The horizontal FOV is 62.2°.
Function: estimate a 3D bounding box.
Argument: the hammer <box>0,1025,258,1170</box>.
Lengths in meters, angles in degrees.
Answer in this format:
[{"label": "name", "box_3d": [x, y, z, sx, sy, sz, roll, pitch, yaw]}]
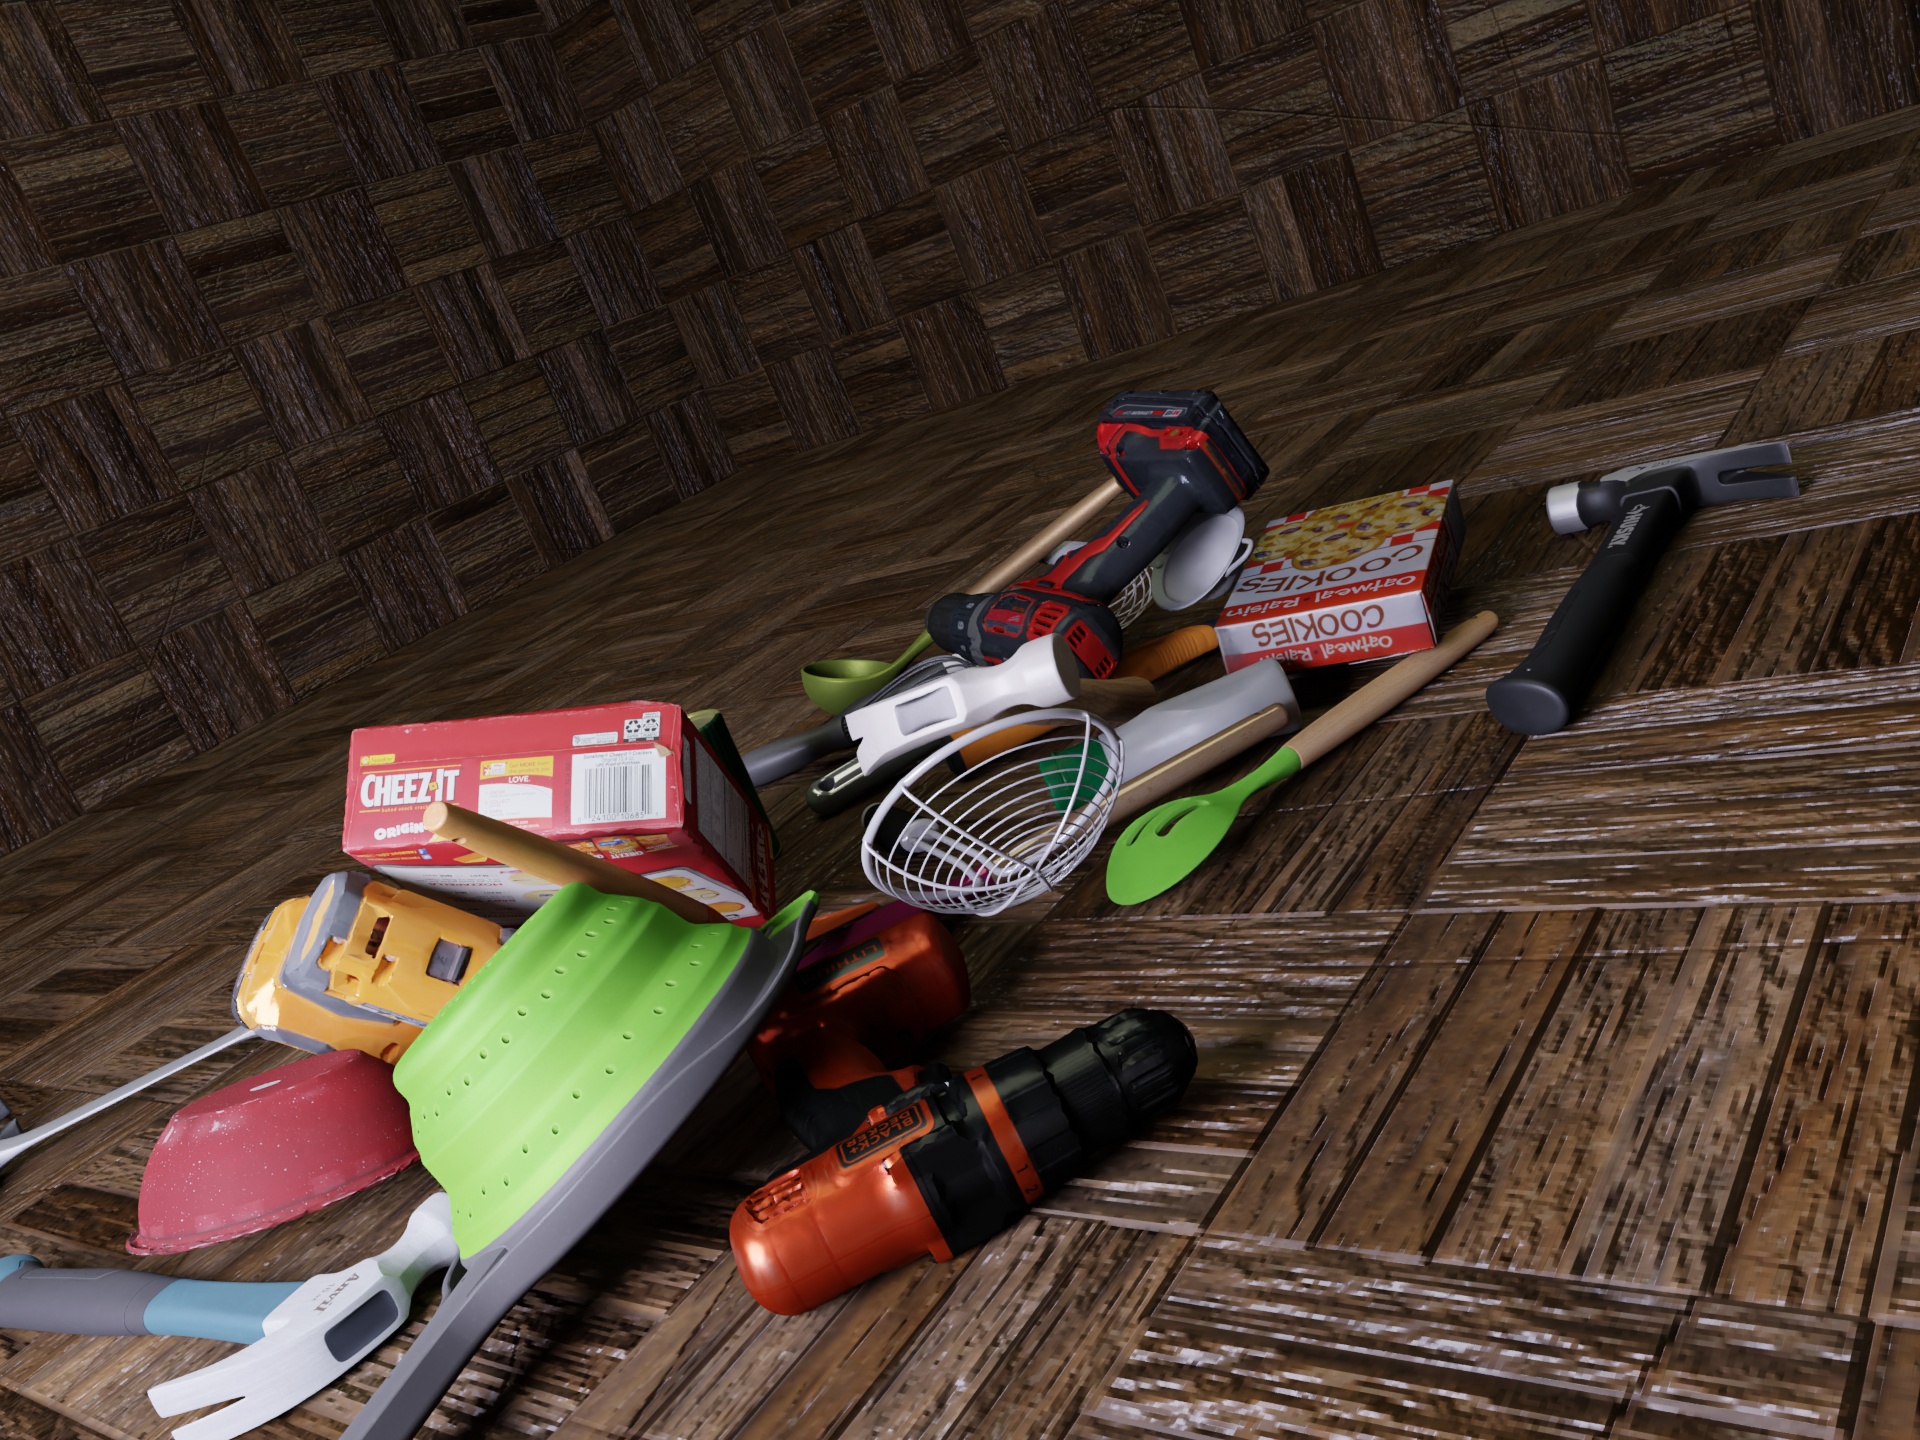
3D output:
[{"label": "hammer", "box_3d": [-0.490, 0.211, 1.091, 0.405, 0.035, 0.144, -27, 17, -15]}]

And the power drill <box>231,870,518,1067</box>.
[{"label": "power drill", "box_3d": [-0.280, 0.146, 0.853, 0.226, 0.185, 0.084, -19, 51, 53]}]

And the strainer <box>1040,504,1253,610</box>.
[{"label": "strainer", "box_3d": [0.129, -0.117, 1.146, 0.259, 0.050, 0.087, 13, 72, 54]}]

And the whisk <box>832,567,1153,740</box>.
[{"label": "whisk", "box_3d": [0.025, -0.056, 1.230, 0.284, 0.070, 0.070, -28, 16, -2]}]

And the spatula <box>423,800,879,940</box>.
[{"label": "spatula", "box_3d": [-0.143, 0.081, 0.769, 0.081, 0.041, 0.322, -19, -26, 19]}]

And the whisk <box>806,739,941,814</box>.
[{"label": "whisk", "box_3d": [-0.002, -0.004, 1.118, 0.246, 0.059, 0.058, -31, 45, -15]}]

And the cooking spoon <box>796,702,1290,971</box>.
[{"label": "cooking spoon", "box_3d": [0.038, 0.071, 0.847, 0.319, 0.017, 0.069, -29, 9, -7]}]

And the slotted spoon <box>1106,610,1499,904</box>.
[{"label": "slotted spoon", "box_3d": [0.192, 0.009, 0.855, 0.314, 0.031, 0.070, -30, 11, -29]}]

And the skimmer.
[{"label": "skimmer", "box_3d": [-0.016, 0.039, 0.831, 0.127, 0.090, 0.363, -22, 7, -13]}]

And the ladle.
[{"label": "ladle", "box_3d": [-0.003, -0.099, 1.234, 0.320, 0.062, 0.078, -37, -5, 29]}]

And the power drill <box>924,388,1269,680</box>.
[{"label": "power drill", "box_3d": [0.082, -0.118, 1.087, 0.227, 0.080, 0.188, -52, 30, -13]}]

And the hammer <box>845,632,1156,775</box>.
[{"label": "hammer", "box_3d": [0.044, -0.008, 0.853, 0.130, 0.031, 0.331, -18, -5, 21]}]

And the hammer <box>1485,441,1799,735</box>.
[{"label": "hammer", "box_3d": [0.367, -0.079, 0.889, 0.146, 0.035, 0.335, -10, 21, 39]}]

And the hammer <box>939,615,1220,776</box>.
[{"label": "hammer", "box_3d": [0.143, -0.044, 1.073, 0.337, 0.034, 0.127, -25, 15, -9]}]

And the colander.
[{"label": "colander", "box_3d": [-0.199, 0.182, 0.608, 0.204, 0.094, 0.397, -40, 10, 43]}]

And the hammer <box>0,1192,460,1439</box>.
[{"label": "hammer", "box_3d": [-0.377, 0.274, 0.748, 0.331, 0.033, 0.128, -12, 18, 34]}]

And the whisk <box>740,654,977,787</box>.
[{"label": "whisk", "box_3d": [-0.085, 0.006, 1.193, 0.239, 0.055, 0.055, -22, 16, 18]}]
